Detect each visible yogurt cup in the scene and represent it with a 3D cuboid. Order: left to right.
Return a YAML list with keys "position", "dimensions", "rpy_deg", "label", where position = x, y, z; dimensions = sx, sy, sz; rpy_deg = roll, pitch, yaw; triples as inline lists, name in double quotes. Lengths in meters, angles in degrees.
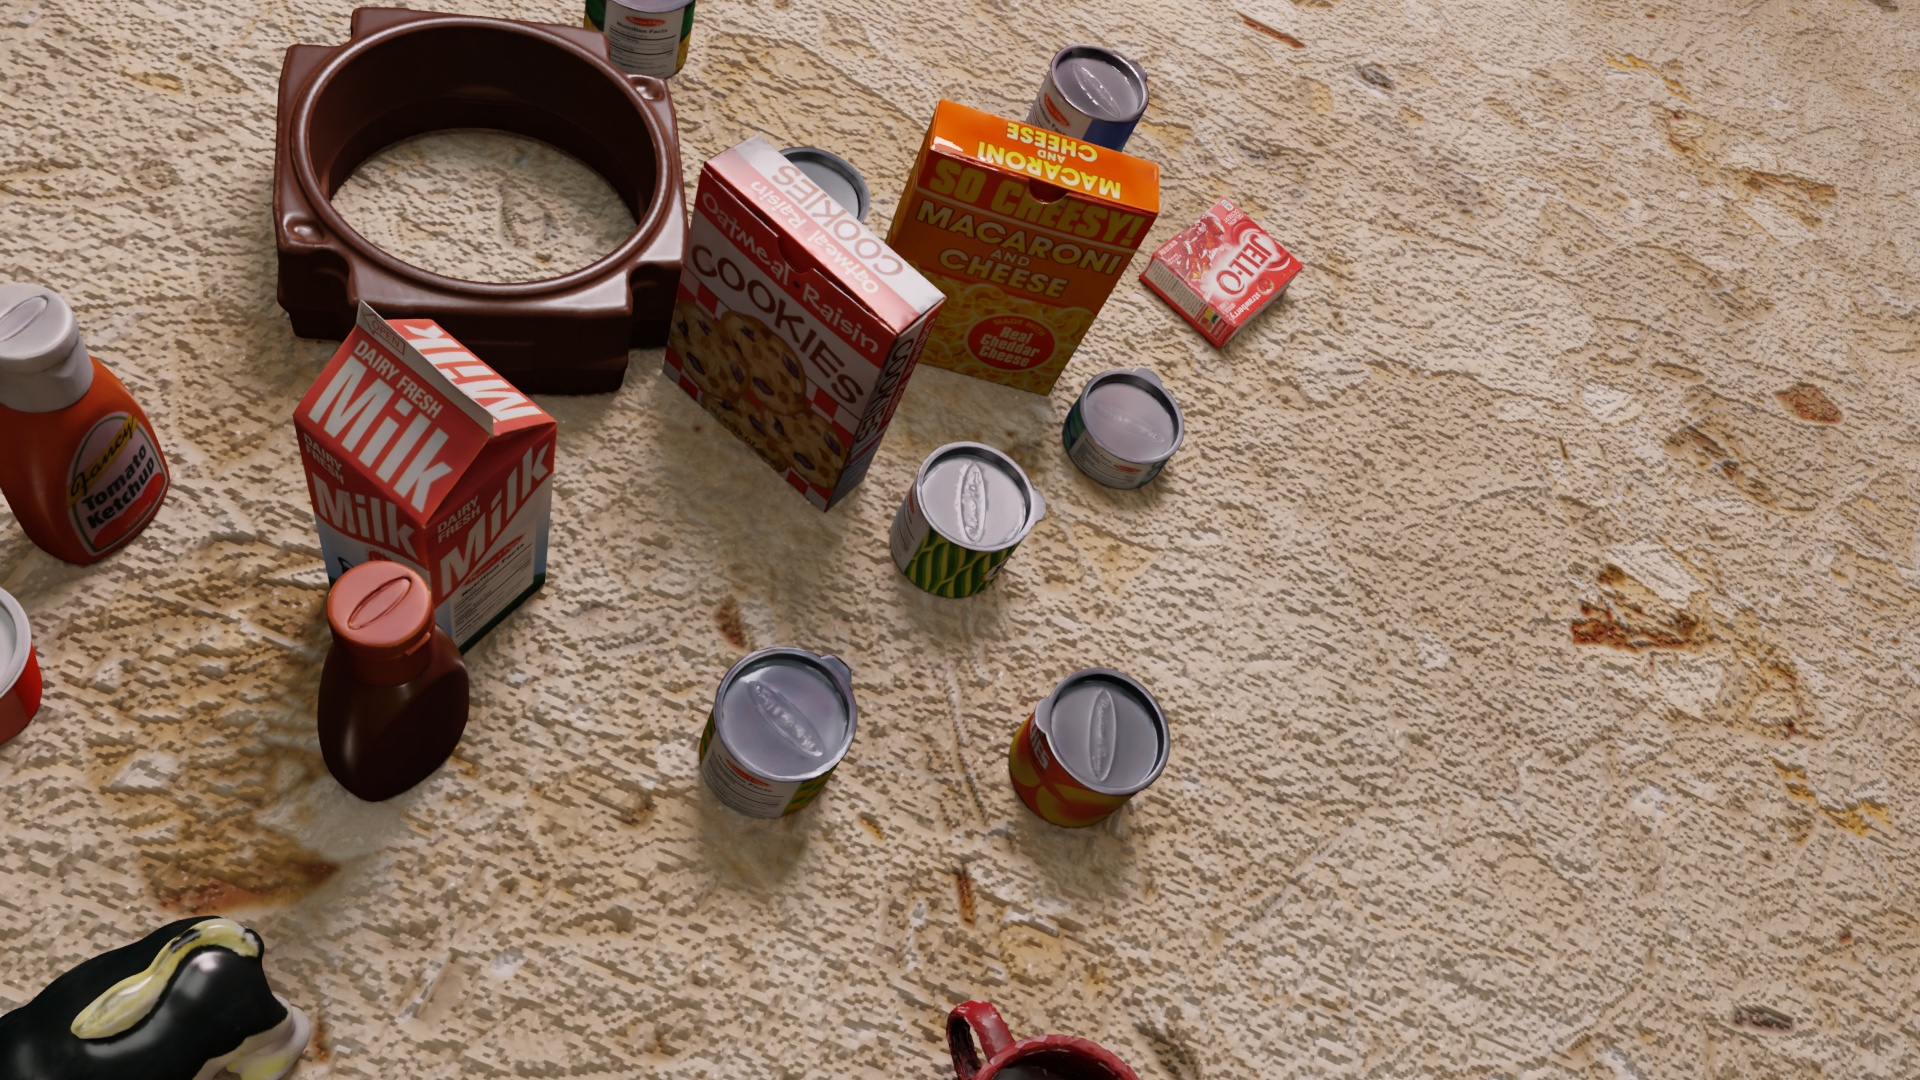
- position: [-0.413, 0.054, 0.566]
  dimensions: [0.072, 0.053, 0.073]
  rpy_deg: [8, 59, -15]
  label: "yogurt cup"

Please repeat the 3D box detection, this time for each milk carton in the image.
- position: [-0.225, -0.023, 0.594]
  dimensions: [0.072, 0.189, 0.074]
  rpy_deg: [39, 57, 5]
  label: "milk carton"

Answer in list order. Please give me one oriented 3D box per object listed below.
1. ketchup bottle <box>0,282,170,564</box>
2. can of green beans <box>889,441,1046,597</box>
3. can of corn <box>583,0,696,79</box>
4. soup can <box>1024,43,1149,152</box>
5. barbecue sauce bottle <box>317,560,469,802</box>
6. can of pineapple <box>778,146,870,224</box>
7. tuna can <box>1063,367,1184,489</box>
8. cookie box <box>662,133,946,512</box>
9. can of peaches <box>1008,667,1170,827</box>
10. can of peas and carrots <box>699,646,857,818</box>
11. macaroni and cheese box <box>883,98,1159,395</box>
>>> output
- position: [-0.376, -0.049, 0.581]
  dimensions: [0.043, 0.148, 0.065]
  rpy_deg: [29, 57, -2]
  label: "ketchup bottle"
- position: [0.000, -0.010, 0.743]
  dimensions: [0.071, 0.057, 0.071]
  rpy_deg: [8, 59, -15]
  label: "can of green beans"
- position: [-0.197, -0.329, 0.856]
  dimensions: [0.071, 0.058, 0.071]
  rpy_deg: [8, 60, -15]
  label: "can of corn"
- position: [0.078, -0.267, 0.901]
  dimensions: [0.071, 0.083, 0.071]
  rpy_deg: [8, 60, -15]
  label: "soup can"
- position: [-0.233, 0.057, 0.570]
  dimensions: [0.044, 0.147, 0.065]
  rpy_deg: [40, 57, 5]
  label: "barbecue sauce bottle"
- position: [-0.093, -0.185, 0.810]
  dimensions: [0.071, 0.057, 0.071]
  rpy_deg: [8, 60, -15]
  label: "can of pineapple"
- position: [0.097, -0.068, 0.824]
  dimensions: [0.071, 0.032, 0.071]
  rpy_deg: [8, 59, -15]
  label: "tuna can"
- position: [-0.086, -0.103, 0.701]
  dimensions: [0.123, 0.166, 0.040]
  rpy_deg: [41, 57, 6]
  label: "cookie box"
- position: [0.061, 0.104, 0.699]
  dimensions: [0.071, 0.057, 0.071]
  rpy_deg: [8, 60, -15]
  label: "can of peaches"
- position: [-0.086, 0.090, 0.656]
  dimensions: [0.071, 0.058, 0.071]
  rpy_deg: [8, 60, -15]
  label: "can of peas and carrots"
- position: [0.021, -0.154, 0.767]
  dimensions: [0.124, 0.165, 0.040]
  rpy_deg: [13, 59, -12]
  label: "macaroni and cheese box"
